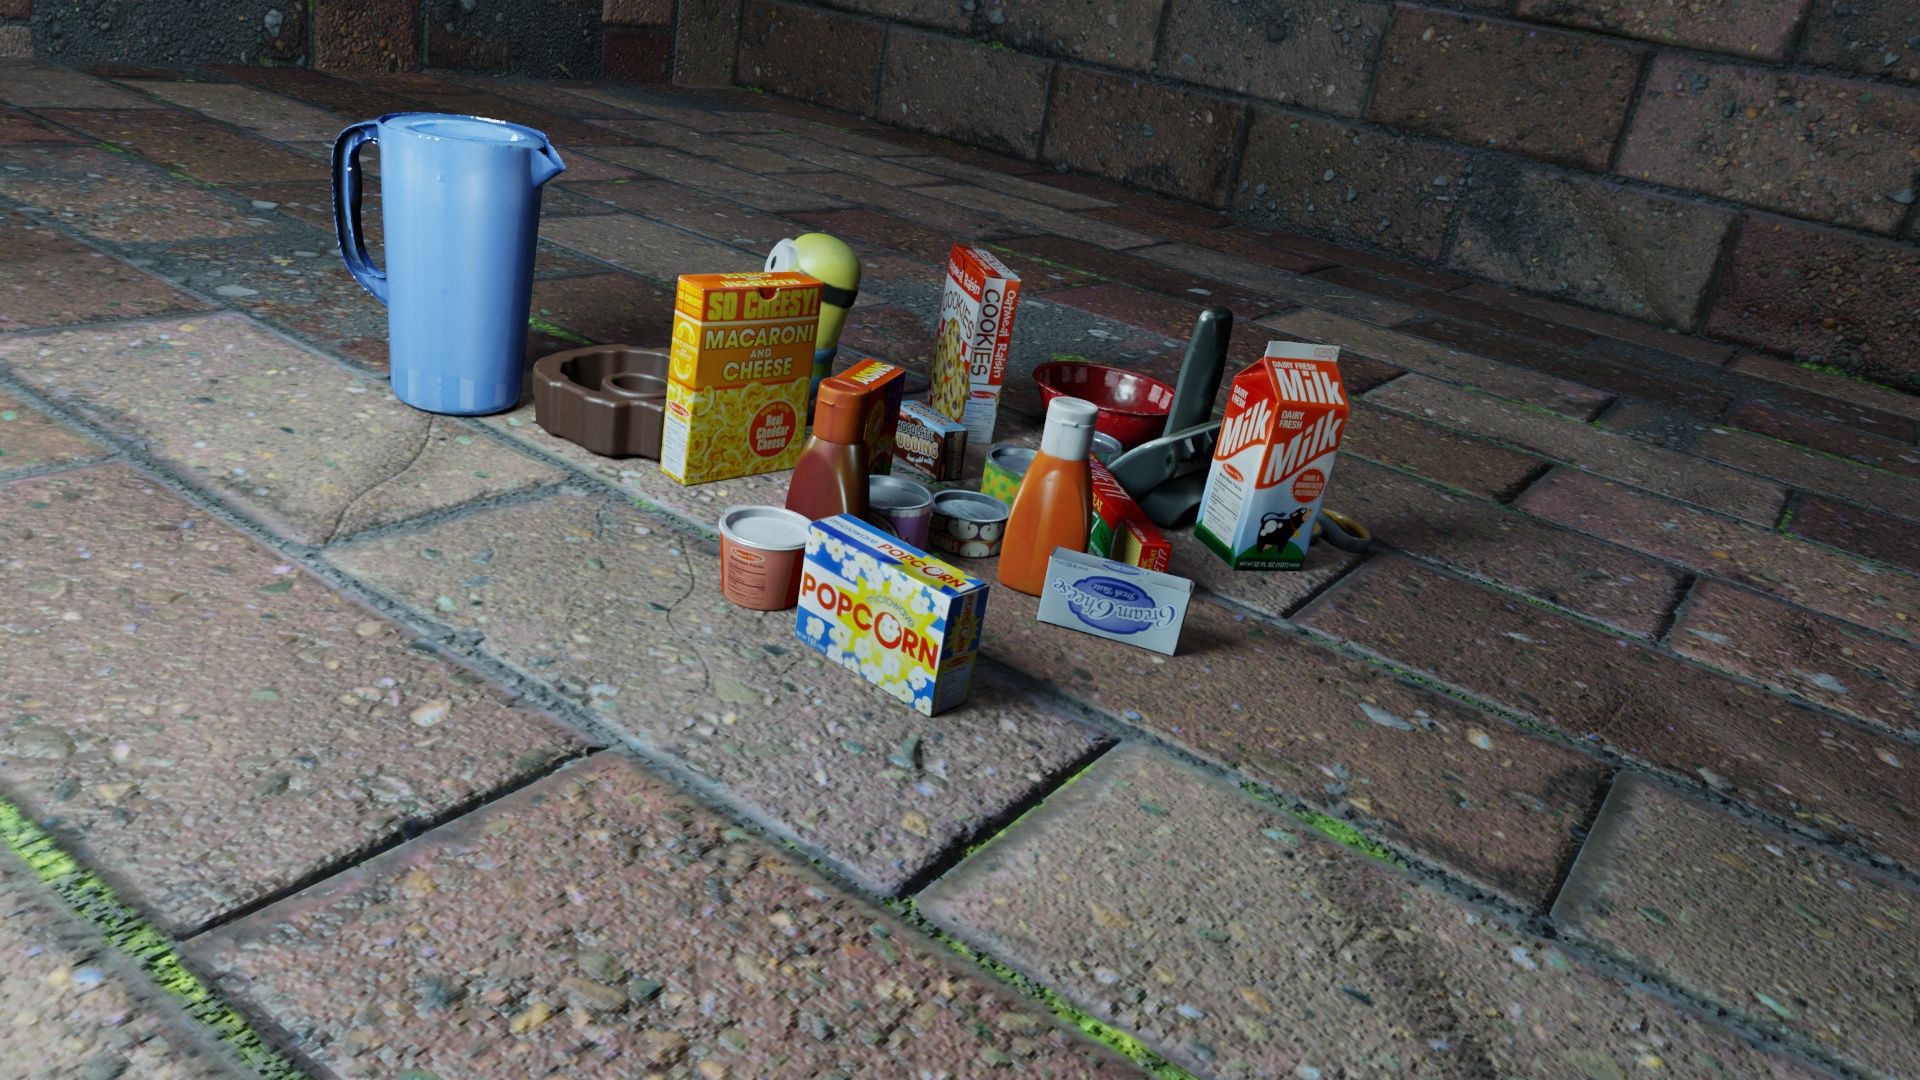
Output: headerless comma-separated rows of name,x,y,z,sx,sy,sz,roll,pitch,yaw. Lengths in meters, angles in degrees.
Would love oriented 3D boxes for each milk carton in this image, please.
milk carton,0.265,-0.075,1.170,0.072,0.189,0.074,1,24,-22

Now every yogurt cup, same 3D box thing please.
yogurt cup,-0.135,0.013,0.963,0.072,0.053,0.073,9,22,-4

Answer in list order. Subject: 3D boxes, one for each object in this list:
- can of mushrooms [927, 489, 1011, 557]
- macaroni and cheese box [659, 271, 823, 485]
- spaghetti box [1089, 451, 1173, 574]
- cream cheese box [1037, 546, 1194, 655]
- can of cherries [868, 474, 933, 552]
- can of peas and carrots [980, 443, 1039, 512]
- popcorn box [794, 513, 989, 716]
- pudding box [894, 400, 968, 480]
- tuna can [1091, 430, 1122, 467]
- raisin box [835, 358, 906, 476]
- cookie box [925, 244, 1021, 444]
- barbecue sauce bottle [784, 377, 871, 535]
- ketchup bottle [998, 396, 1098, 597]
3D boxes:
can of mushrooms,0.004,-0.014,1.115,0.071,0.033,0.071,9,22,-4
macaroni and cheese box,-0.180,-0.136,1.151,0.040,0.165,0.124,28,28,37
spaghetti box,0.118,-0.025,1.171,0.029,0.050,0.251,4,23,-16
cream cheese box,0.111,0.044,1.000,0.104,0.053,0.024,14,22,9
can of cherries,-0.058,-0.011,1.047,0.071,0.058,0.072,9,22,-4
can of peas and carrots,0.048,-0.042,1.168,0.071,0.058,0.071,9,22,-4
popcorn box,-0.047,0.045,0.886,0.127,0.085,0.038,26,27,33
pudding box,-0.030,-0.092,1.265,0.030,0.049,0.084,-7,28,-37
tuna can,0.117,-0.082,1.328,0.071,0.032,0.071,9,22,-4
raisin box,-0.082,-0.074,1.103,0.040,0.122,0.086,16,23,13
cookie box,0.010,-0.196,1.376,0.040,0.166,0.123,3,23,-18
barbecue sauce bottle,-0.092,-0.040,0.986,0.065,0.148,0.044,23,25,29
ketchup bottle,0.071,-0.032,1.036,0.065,0.148,0.044,13,22,6
